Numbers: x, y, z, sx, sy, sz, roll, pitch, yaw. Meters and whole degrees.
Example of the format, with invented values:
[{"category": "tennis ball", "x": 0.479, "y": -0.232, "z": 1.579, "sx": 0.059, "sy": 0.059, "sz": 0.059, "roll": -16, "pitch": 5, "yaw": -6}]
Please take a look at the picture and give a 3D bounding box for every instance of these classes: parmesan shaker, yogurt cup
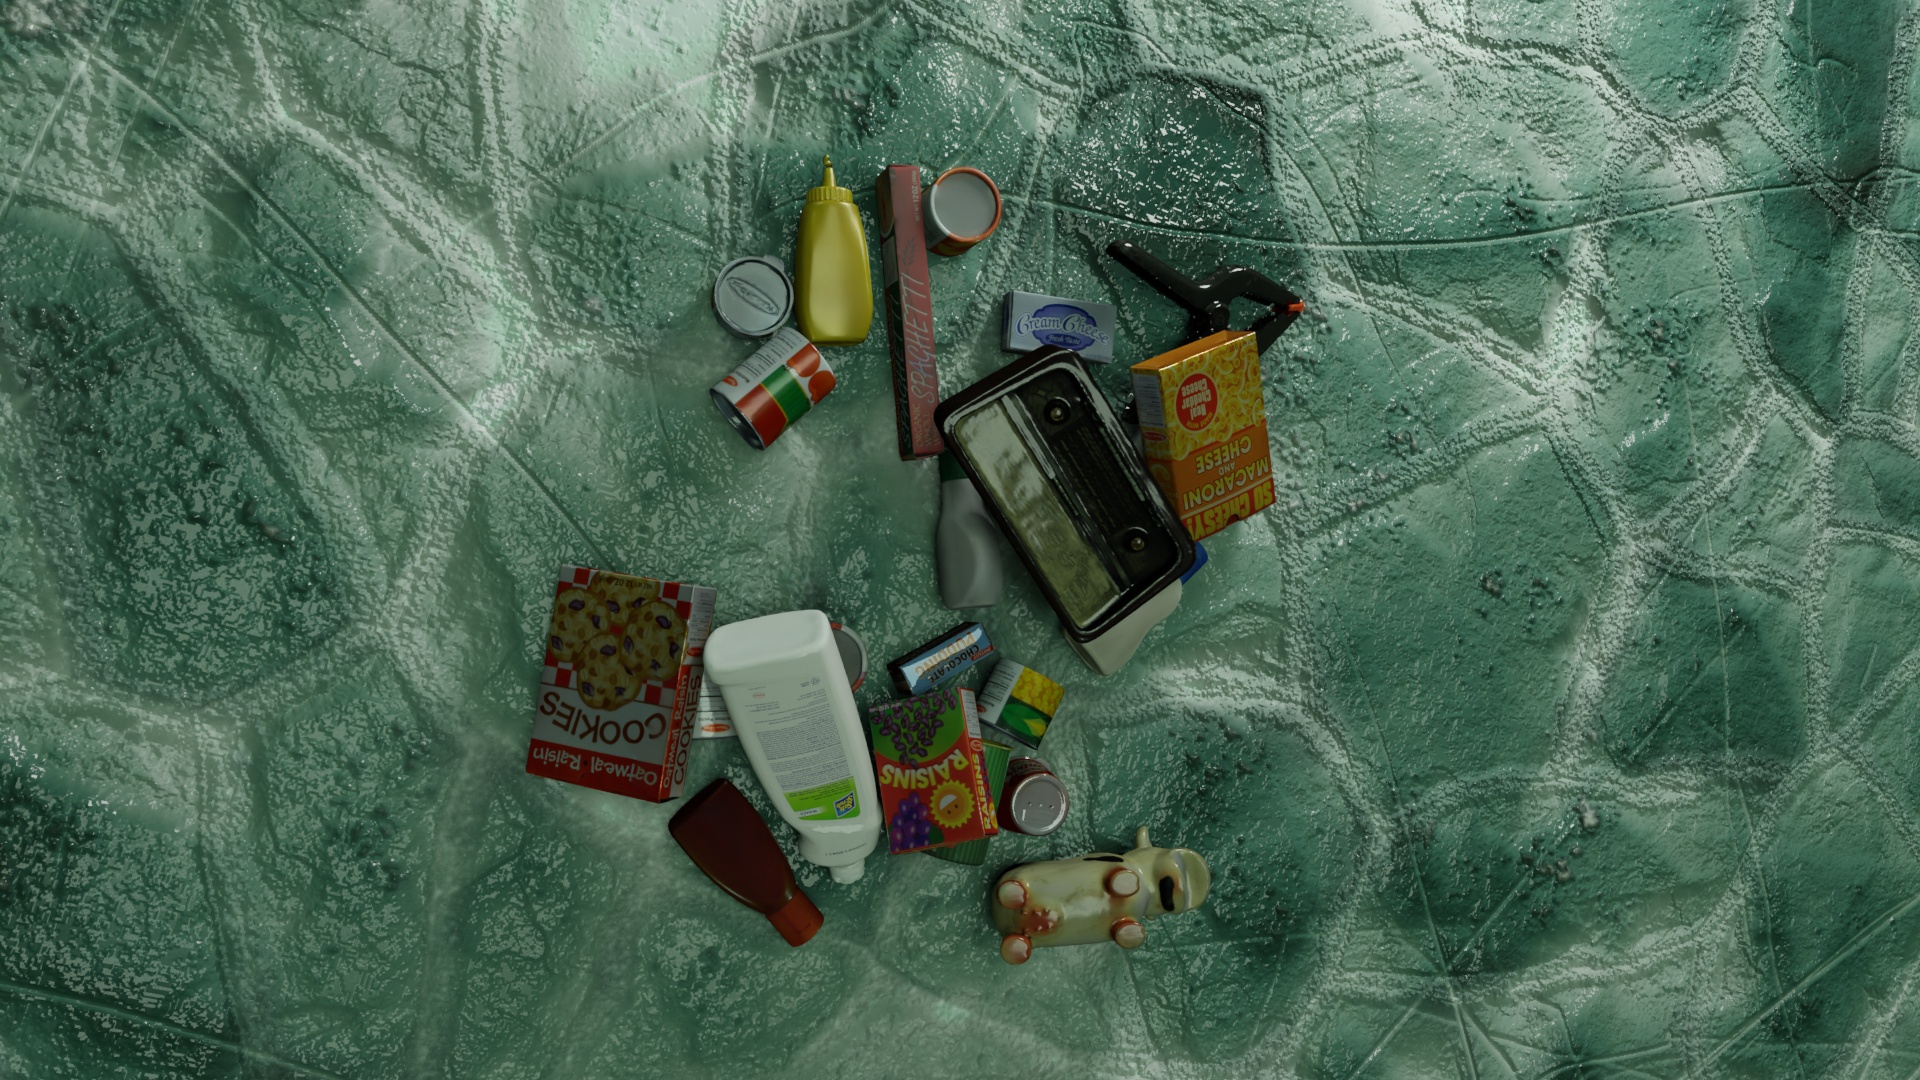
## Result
[{"category": "parmesan shaker", "x": 0.003, "y": 0.220, "z": 1.188, "sx": 0.071, "sy": 0.071, "sz": 0.103, "roll": 16, "pitch": 84, "yaw": -17}, {"category": "yogurt cup", "x": 0.061, "y": 0.227, "z": 1.216, "sx": 0.072, "sy": 0.054, "sz": 0.072, "roll": 0, "pitch": 90, "yaw": -17}]

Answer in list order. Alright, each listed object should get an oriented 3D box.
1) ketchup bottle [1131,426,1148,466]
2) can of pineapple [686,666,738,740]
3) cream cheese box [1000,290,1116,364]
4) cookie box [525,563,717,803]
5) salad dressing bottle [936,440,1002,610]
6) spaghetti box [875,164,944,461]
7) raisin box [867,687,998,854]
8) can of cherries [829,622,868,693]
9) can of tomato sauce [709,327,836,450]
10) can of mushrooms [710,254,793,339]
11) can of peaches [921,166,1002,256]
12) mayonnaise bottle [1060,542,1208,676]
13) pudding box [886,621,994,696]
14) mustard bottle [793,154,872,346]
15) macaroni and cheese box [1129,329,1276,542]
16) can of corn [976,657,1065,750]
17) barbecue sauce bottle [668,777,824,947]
[{"category": "ketchup bottle", "x": 0.141, "y": -0.034, "z": 1.253, "sx": 0.064, "sy": 0.043, "sz": 0.149, "roll": 35, "pitch": 78, "yaw": -21}, {"category": "can of pineapple", "x": -0.209, "y": 0.132, "z": 1.123, "sx": 0.071, "sy": 0.071, "sz": 0.058, "roll": 0, "pitch": 83, "yaw": -18}, {"category": "cream cheese box", "x": 0.089, "y": -0.191, "z": 1.249, "sx": 0.104, "sy": 0.024, "sz": 0.053, "roll": 5, "pitch": 87, "yaw": -18}, {"category": "cookie box", "x": -0.266, "y": 0.110, "z": 1.086, "sx": 0.123, "sy": 0.040, "sz": 0.167, "roll": 8, "pitch": 86, "yaw": 19}, {"category": "salad dressing bottle", "x": 0.004, "y": -0.015, "z": 1.201, "sx": 0.044, "sy": 0.064, "sz": 0.147, "roll": 1, "pitch": 81, "yaw": -37}, {"category": "spaghetti box", "x": -0.044, "y": -0.193, "z": 1.192, "sx": 0.029, "sy": 0.050, "sz": 0.250, "roll": -5, "pitch": 91, "yaw": -17}, {"category": "raisin box", "x": -0.023, "y": 0.190, "z": 1.146, "sx": 0.086, "sy": 0.040, "sz": 0.123, "roll": -14, "pitch": 75, "yaw": 16}, {"category": "can of cherries", "x": -0.117, "y": 0.102, "z": 1.158, "sx": 0.071, "sy": 0.058, "sz": 0.071, "roll": 0, "pitch": 89, "yaw": -18}, {"category": "can of tomato sauce", "x": -0.153, "y": -0.124, "z": 1.148, "sx": 0.083, "sy": 0.071, "sz": 0.071, "roll": -43, "pitch": 102, "yaw": -14}, {"category": "can of mushrooms", "x": -0.173, "y": -0.204, "z": 1.159, "sx": 0.071, "sy": 0.033, "sz": 0.071, "roll": 0, "pitch": 89, "yaw": -17}, {"category": "can of peaches", "x": -0.001, "y": -0.285, "z": 1.204, "sx": 0.071, "sy": 0.058, "sz": 0.071, "roll": 0, "pitch": 89, "yaw": -17}, {"category": "mayonnaise bottle", "x": 0.162, "y": 0.054, "z": 1.260, "sx": 0.148, "sy": 0.041, "sz": 0.064, "roll": -42, "pitch": 103, "yaw": -15}, {"category": "pudding box", "x": -0.017, "y": 0.102, "z": 1.195, "sx": 0.084, "sy": 0.049, "sz": 0.030, "roll": -28, "pitch": 96, "yaw": -16}, {"category": "mustard bottle", "x": -0.108, "y": -0.245, "z": 1.173, "sx": 0.065, "sy": 0.049, "sz": 0.160, "roll": -1, "pitch": 89, "yaw": -19}, {"category": "macaroni and cheese box", "x": 0.220, "y": -0.092, "z": 1.246, "sx": 0.124, "sy": 0.040, "sz": 0.166, "roll": -24, "pitch": 112, "yaw": -31}, {"category": "can of corn", "x": 0.052, "y": 0.143, "z": 1.209, "sx": 0.071, "sy": 0.071, "sz": 0.058, "roll": 30, "pitch": 80, "yaw": -15}, {"category": "barbecue sauce bottle", "x": -0.171, "y": 0.270, "z": 1.145, "sx": 0.065, "sy": 0.043, "sz": 0.148, "roll": -41, "pitch": 101, "yaw": -14}]
